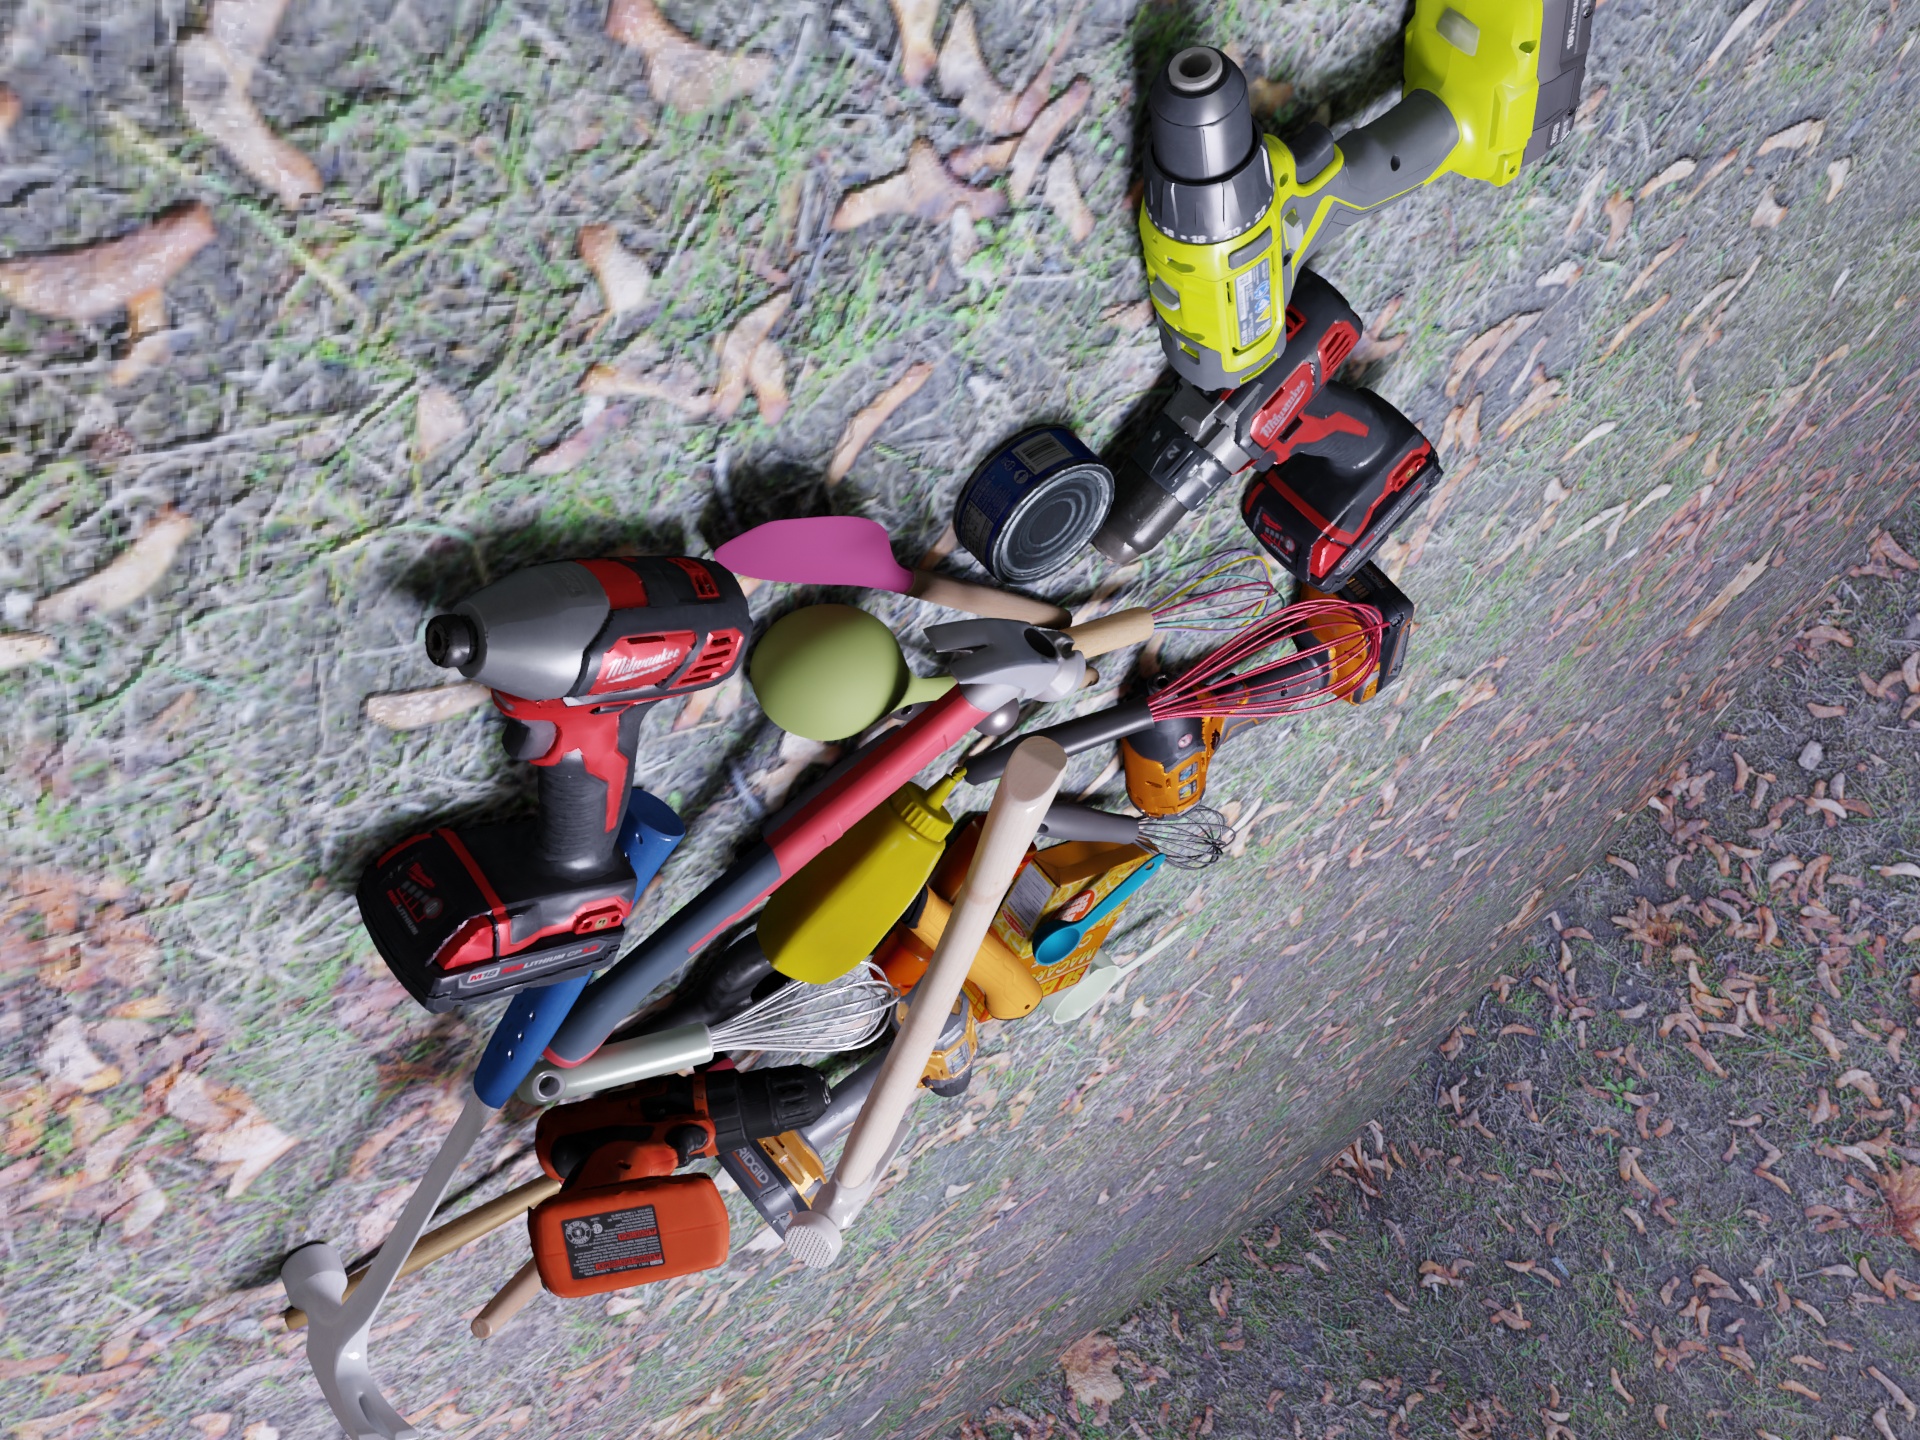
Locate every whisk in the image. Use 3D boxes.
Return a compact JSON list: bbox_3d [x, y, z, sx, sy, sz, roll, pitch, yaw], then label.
[{"bbox_3d":[0.130,-0.063,1.017,0.245,0.051,0.047,-19,152,-42],"label":"whisk"},{"bbox_3d":[0.141,-0.012,1.039,0.296,0.073,0.073,-19,151,0],"label":"whisk"},{"bbox_3d":[0.130,0.083,1.218,0.238,0.055,0.055,10,124,-43],"label":"whisk"},{"bbox_3d":[-0.150,0.196,0.981,0.246,0.059,0.058,-10,98,-25],"label":"whisk"}]

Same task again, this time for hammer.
[{"bbox_3d":[-0.106,0.075,0.848,0.386,0.038,0.143,-39,165,21],"label":"hammer"},{"bbox_3d":[-0.014,0.175,1.021,0.146,0.038,0.410,-48,163,-57],"label":"hammer"},{"bbox_3d":[-0.015,0.124,1.058,0.127,0.034,0.336,-39,142,1],"label":"hammer"},{"bbox_3d":[-0.260,0.215,0.868,0.035,0.144,0.405,16,112,-46],"label":"hammer"}]

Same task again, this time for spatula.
[{"bbox_3d":[-0.223,0.307,1.011,0.060,0.018,0.316,-31,180,15],"label":"spatula"}]

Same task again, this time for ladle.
[{"bbox_3d":[-0.284,0.308,1.027,0.315,0.031,0.069,-27,159,-12],"label":"ladle"},{"bbox_3d":[-0.003,-0.029,0.925,0.078,0.062,0.320,-52,158,23],"label":"ladle"}]

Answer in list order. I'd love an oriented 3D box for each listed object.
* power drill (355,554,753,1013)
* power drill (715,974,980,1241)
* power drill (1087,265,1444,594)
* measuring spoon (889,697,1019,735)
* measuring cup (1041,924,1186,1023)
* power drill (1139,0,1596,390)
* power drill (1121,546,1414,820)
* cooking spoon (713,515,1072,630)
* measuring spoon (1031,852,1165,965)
[{"bbox_3d":[-0.190,0.023,0.714,0.143,0.079,0.219,-9,136,-47],"label":"power drill"},{"bbox_3d":[-0.077,0.313,1.280,0.226,0.084,0.185,-39,154,-15],"label":"power drill"},{"bbox_3d":[0.181,-0.147,0.943,0.188,0.080,0.226,-48,149,13],"label":"power drill"},{"bbox_3d":[-0.002,-0.003,0.975,0.124,0.018,0.034,2,128,-53],"label":"measuring spoon"},{"bbox_3d":[0.138,0.217,1.460,0.167,0.038,0.083,-27,149,-30],"label":"measuring cup"},{"bbox_3d":[0.182,-0.279,0.750,0.228,0.080,0.190,-36,153,-5],"label":"power drill"},{"bbox_3d":[0.215,-0.030,1.152,0.226,0.084,0.164,-32,152,-9],"label":"power drill"},{"bbox_3d":[-0.017,-0.071,0.843,0.069,0.017,0.318,-23,166,28],"label":"cooking spoon"},{"bbox_3d":[0.104,0.139,1.225,0.128,0.021,0.042,-40,143,1],"label":"measuring spoon"}]
